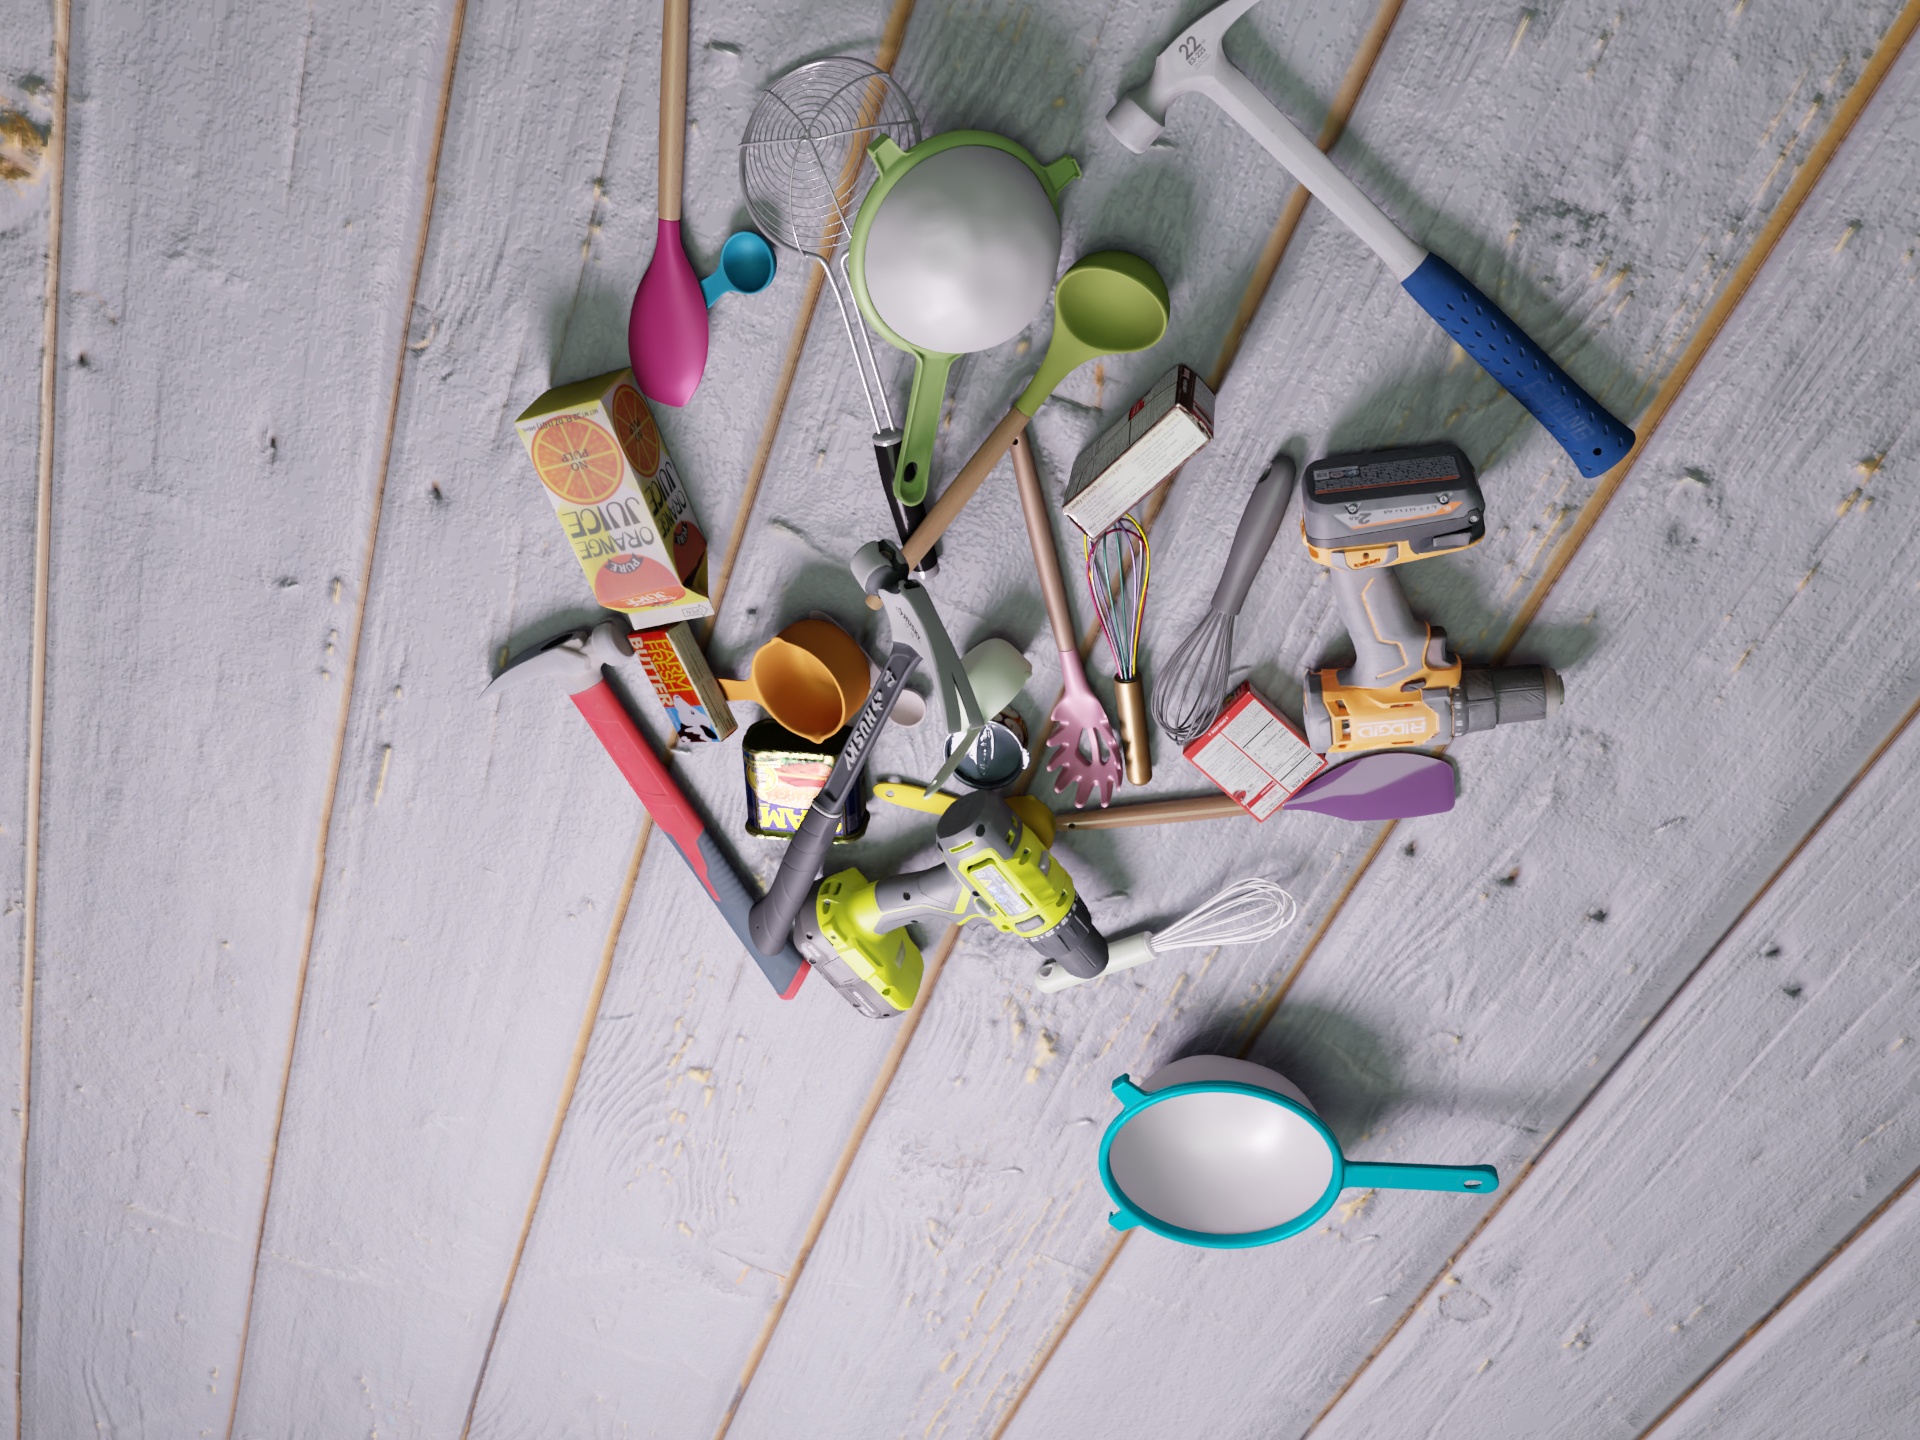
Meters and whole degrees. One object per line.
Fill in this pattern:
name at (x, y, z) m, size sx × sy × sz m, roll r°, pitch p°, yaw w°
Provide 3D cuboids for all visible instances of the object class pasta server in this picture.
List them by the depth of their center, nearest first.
pasta server at (0.073, -0.076, 1.201) m, size 0.060 × 0.040 × 0.316 m, roll -2°, pitch 120°, yaw 23°

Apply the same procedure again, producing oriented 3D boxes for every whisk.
whisk at (0.196, -0.085, 1.173) m, size 0.055 × 0.055 × 0.238 m, roll 18°, pitch 117°, yaw -2°
whisk at (0.127, -0.051, 1.205) m, size 0.047 × 0.051 × 0.244 m, roll -6°, pitch 123°, yaw 7°
whisk at (0.168, 0.187, 1.343) m, size 0.246 × 0.058 × 0.059 m, roll -23°, pitch 123°, yaw 27°

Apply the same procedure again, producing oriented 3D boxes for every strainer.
strainer at (-0.002, -0.250, 1.046) m, size 0.151 × 0.069 × 0.256 m, roll -4°, pitch 124°, yaw -28°
strainer at (0.293, 0.367, 1.404) m, size 0.340 × 0.095 × 0.210 m, roll 1°, pitch 124°, yaw 6°

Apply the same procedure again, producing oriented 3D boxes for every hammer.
hammer at (0.290, -0.304, 1.025) m, size 0.405 × 0.035 × 0.144 m, roll 38°, pitch 120°, yaw -14°
hammer at (-0.091, 0.058, 1.196) m, size 0.036 × 0.149 × 0.408 m, roll -12°, pitch 147°, yaw -34°
hammer at (-0.251, 0.094, 1.360) m, size 0.143 × 0.038 × 0.386 m, roll -20°, pitch 116°, yaw 21°

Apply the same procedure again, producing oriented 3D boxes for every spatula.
spatula at (0.231, 0.065, 1.272) m, size 0.316 × 0.018 × 0.059 m, roll -7°, pitch 115°, yaw 12°

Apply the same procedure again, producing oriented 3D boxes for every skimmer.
skimmer at (-0.058, -0.266, 1.111) m, size 0.127 × 0.090 × 0.362 m, roll -2°, pitch 131°, yaw 17°

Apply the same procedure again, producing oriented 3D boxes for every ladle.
ladle at (0.028, -0.191, 1.108) m, size 0.078 × 0.062 × 0.320 m, roll 32°, pitch 115°, yaw -18°

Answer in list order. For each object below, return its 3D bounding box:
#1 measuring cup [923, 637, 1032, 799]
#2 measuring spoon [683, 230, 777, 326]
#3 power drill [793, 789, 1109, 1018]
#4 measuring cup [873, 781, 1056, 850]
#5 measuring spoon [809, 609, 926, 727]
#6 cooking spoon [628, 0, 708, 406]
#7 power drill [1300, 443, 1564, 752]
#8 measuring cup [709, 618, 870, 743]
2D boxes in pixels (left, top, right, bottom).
measuring cup at (-0.002, -0.004, 1.183) m, size 0.038 × 0.168 × 0.083 m, roll 47°, pitch 132°, yaw -13°
measuring spoon at (-0.176, -0.301, 1.120) m, size 0.128 × 0.021 × 0.042 m, roll -25°, pitch 97°, yaw 32°
power drill at (-0.006, 0.168, 1.323) m, size 0.228 × 0.080 × 0.190 m, roll -25°, pitch 118°, yaw 30°
measuring cup at (0.002, 0.081, 1.312) m, size 0.156 × 0.029 × 0.062 m, roll 14°, pitch 123°, yaw -2°
measuring spoon at (-0.073, -0.044, 1.262) m, size 0.034 × 0.018 × 0.124 m, roll -39°, pitch 101°, yaw 27°
cooking spoon at (-0.196, -0.366, 1.074) m, size 0.069 × 0.017 × 0.318 m, roll 20°, pitch 122°, yaw 20°
power drill at (0.334, -0.078, 1.133) m, size 0.185 × 0.084 × 0.226 m, roll -5°, pitch 125°, yaw 12°
measuring cup at (-0.146, -0.036, 1.262) m, size 0.174 × 0.052 × 0.095 m, roll 2°, pitch 123°, yaw 38°
